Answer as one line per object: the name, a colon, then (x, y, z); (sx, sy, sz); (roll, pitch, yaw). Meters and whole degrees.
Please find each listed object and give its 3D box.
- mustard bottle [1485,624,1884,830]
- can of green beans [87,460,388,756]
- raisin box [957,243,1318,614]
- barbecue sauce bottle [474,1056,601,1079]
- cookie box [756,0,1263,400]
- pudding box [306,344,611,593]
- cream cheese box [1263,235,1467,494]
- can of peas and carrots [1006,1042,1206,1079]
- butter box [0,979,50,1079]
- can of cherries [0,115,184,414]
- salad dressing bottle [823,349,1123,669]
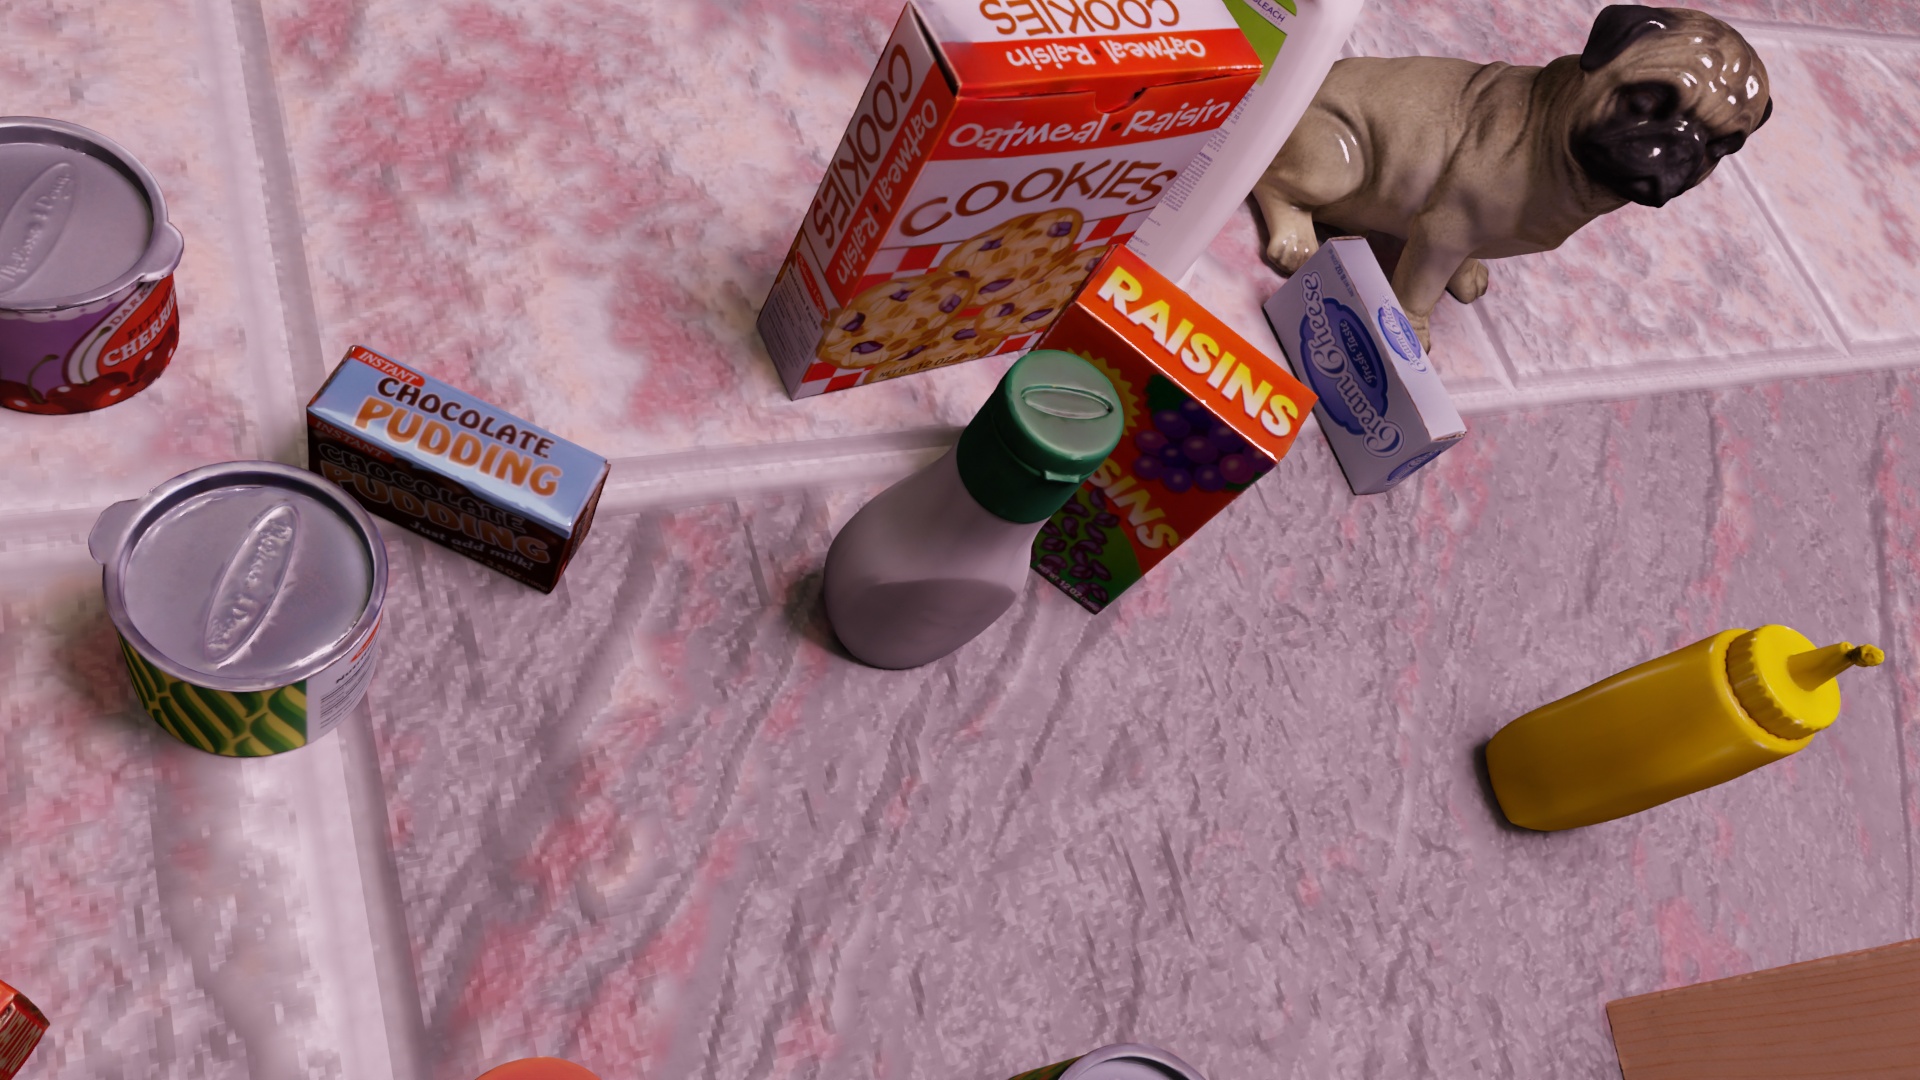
mustard bottle: (0.270, 0.067, 0.516); (0.065, 0.159, 0.049); (0, 64, -25)
can of green beans: (-0.195, 0.020, 0.384); (0.071, 0.057, 0.071); (11, 60, -20)
raisin box: (0.053, -0.035, 0.491); (0.086, 0.122, 0.040); (38, 54, -2)
barbecue sauce bottle: (-0.104, 0.143, 0.305); (0.065, 0.147, 0.044); (-22, 75, -33)
cookie box: (0.011, -0.118, 0.490); (0.123, 0.166, 0.040); (-17, 72, -31)
pudding box: (-0.155, -0.021, 0.430); (0.084, 0.049, 0.030); (26, 56, -11)
cream cheese box: (0.178, -0.077, 0.616); (0.024, 0.053, 0.104); (-10, 69, -29)
can of peas and carrots: (0.042, 0.185, 0.406); (0.071, 0.058, 0.071); (11, 60, -20)
butter box: (-0.263, 0.091, 0.316); (0.103, 0.053, 0.024); (34, 55, -5)
can of cherries: (-0.264, -0.077, 0.404); (0.071, 0.058, 0.072); (11, 60, -20)
salad dressing bottle: (0.002, -0.005, 0.436); (0.064, 0.147, 0.044); (6, 62, -23)
